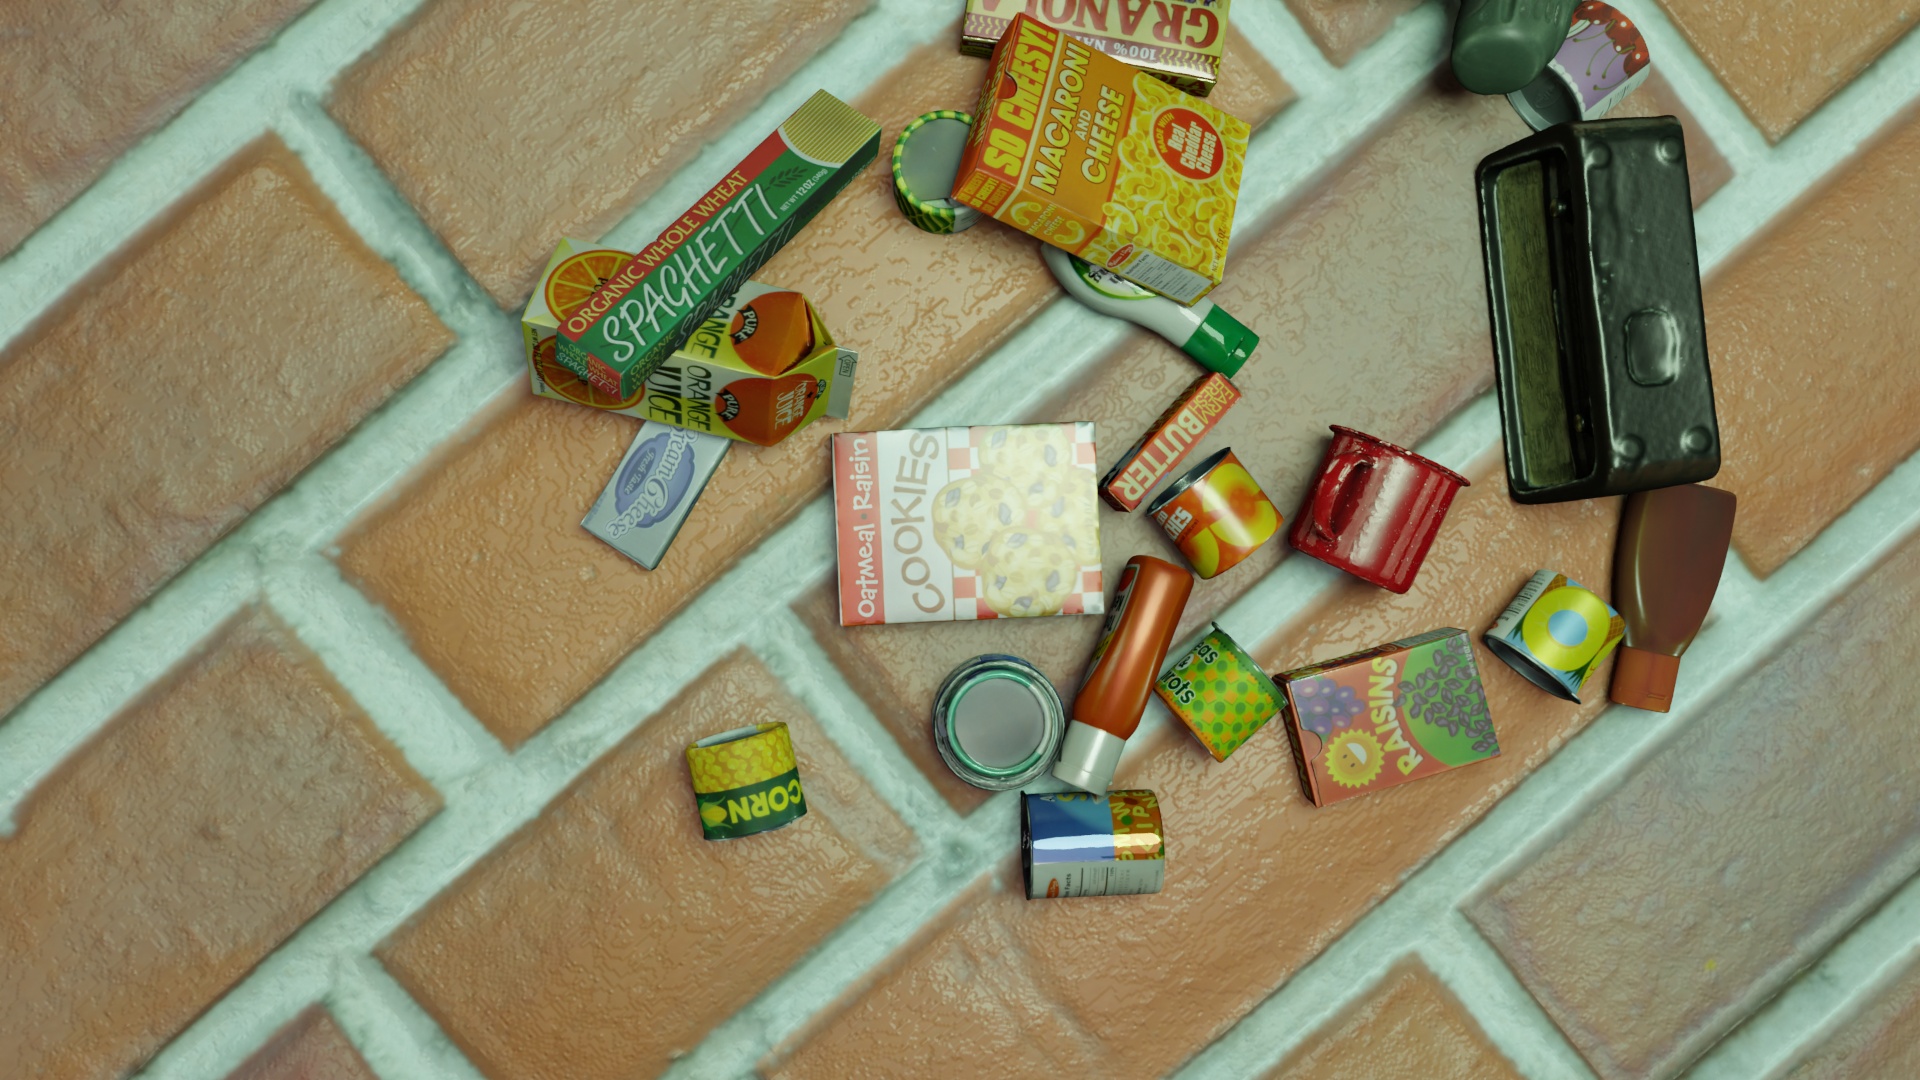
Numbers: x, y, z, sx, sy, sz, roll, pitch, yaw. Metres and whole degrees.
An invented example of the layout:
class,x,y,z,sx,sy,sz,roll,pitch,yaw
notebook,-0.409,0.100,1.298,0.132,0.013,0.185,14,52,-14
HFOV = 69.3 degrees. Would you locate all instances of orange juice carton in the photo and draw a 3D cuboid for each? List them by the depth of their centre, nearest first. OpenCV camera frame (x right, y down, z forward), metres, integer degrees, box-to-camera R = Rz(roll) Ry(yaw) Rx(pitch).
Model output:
class,x,y,z,sx,sy,sz,roll,pitch,yaw
orange juice carton,-0.159,-0.115,0.848,0.193,0.071,0.073,13,56,-2

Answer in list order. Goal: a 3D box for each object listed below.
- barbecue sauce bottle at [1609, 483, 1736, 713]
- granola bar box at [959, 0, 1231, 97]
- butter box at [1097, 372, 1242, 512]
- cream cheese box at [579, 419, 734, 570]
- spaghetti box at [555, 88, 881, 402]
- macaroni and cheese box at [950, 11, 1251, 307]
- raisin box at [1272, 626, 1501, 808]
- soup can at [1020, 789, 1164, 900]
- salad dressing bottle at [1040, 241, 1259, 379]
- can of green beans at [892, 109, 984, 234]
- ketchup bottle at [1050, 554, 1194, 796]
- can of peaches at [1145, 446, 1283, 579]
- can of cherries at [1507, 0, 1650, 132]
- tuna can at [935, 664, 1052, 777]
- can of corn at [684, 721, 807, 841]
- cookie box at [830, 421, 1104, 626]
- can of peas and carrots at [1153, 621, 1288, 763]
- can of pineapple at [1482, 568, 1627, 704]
class,x,y,z,sx,sy,sz,roll,pitch,yaw
barbecue sauce bottle,0.456,0.036,0.902,0.065,0.043,0.148,11,91,-2
granola bar box,0.090,-0.361,0.884,0.166,0.039,0.124,9,90,-2
butter box,0.131,-0.062,0.883,0.024,0.053,0.103,43,89,-4
cream cheese box,-0.192,-0.038,0.885,0.053,0.024,0.104,32,90,-3
spaghetti box,-0.138,-0.180,0.825,0.050,0.028,0.251,34,62,8
macaroni and cheese box,0.089,-0.232,0.847,0.166,0.040,0.124,21,66,-16
raisin box,0.274,0.114,0.898,0.123,0.040,0.086,-15,92,-1
soup can,0.082,0.189,0.880,0.084,0.071,0.071,-2,91,-3
salad dressing bottle,0.122,-0.159,0.886,0.147,0.044,0.064,36,84,-3
can of green beans,-0.010,-0.231,0.873,0.071,0.058,0.071,0,91,-2
ketchup bottle,0.100,0.085,0.869,0.043,0.064,0.149,22,81,1
can of peaches,0.160,-0.015,0.878,0.071,0.071,0.058,-39,93,-1
can of cherries,0.390,-0.300,0.883,0.058,0.071,0.071,-39,92,-1
tuna can,0.021,0.111,0.856,0.071,0.033,0.071,0,91,-2
can of corn,-0.133,0.149,0.867,0.071,0.071,0.058,-13,91,-2
cookie box,0.003,-0.011,0.886,0.167,0.040,0.123,-3,91,-3
can of peas and carrots,0.162,0.096,0.880,0.059,0.071,0.071,-42,92,0
can of pineapple,0.381,0.061,0.888,0.071,0.071,0.058,39,89,-2
